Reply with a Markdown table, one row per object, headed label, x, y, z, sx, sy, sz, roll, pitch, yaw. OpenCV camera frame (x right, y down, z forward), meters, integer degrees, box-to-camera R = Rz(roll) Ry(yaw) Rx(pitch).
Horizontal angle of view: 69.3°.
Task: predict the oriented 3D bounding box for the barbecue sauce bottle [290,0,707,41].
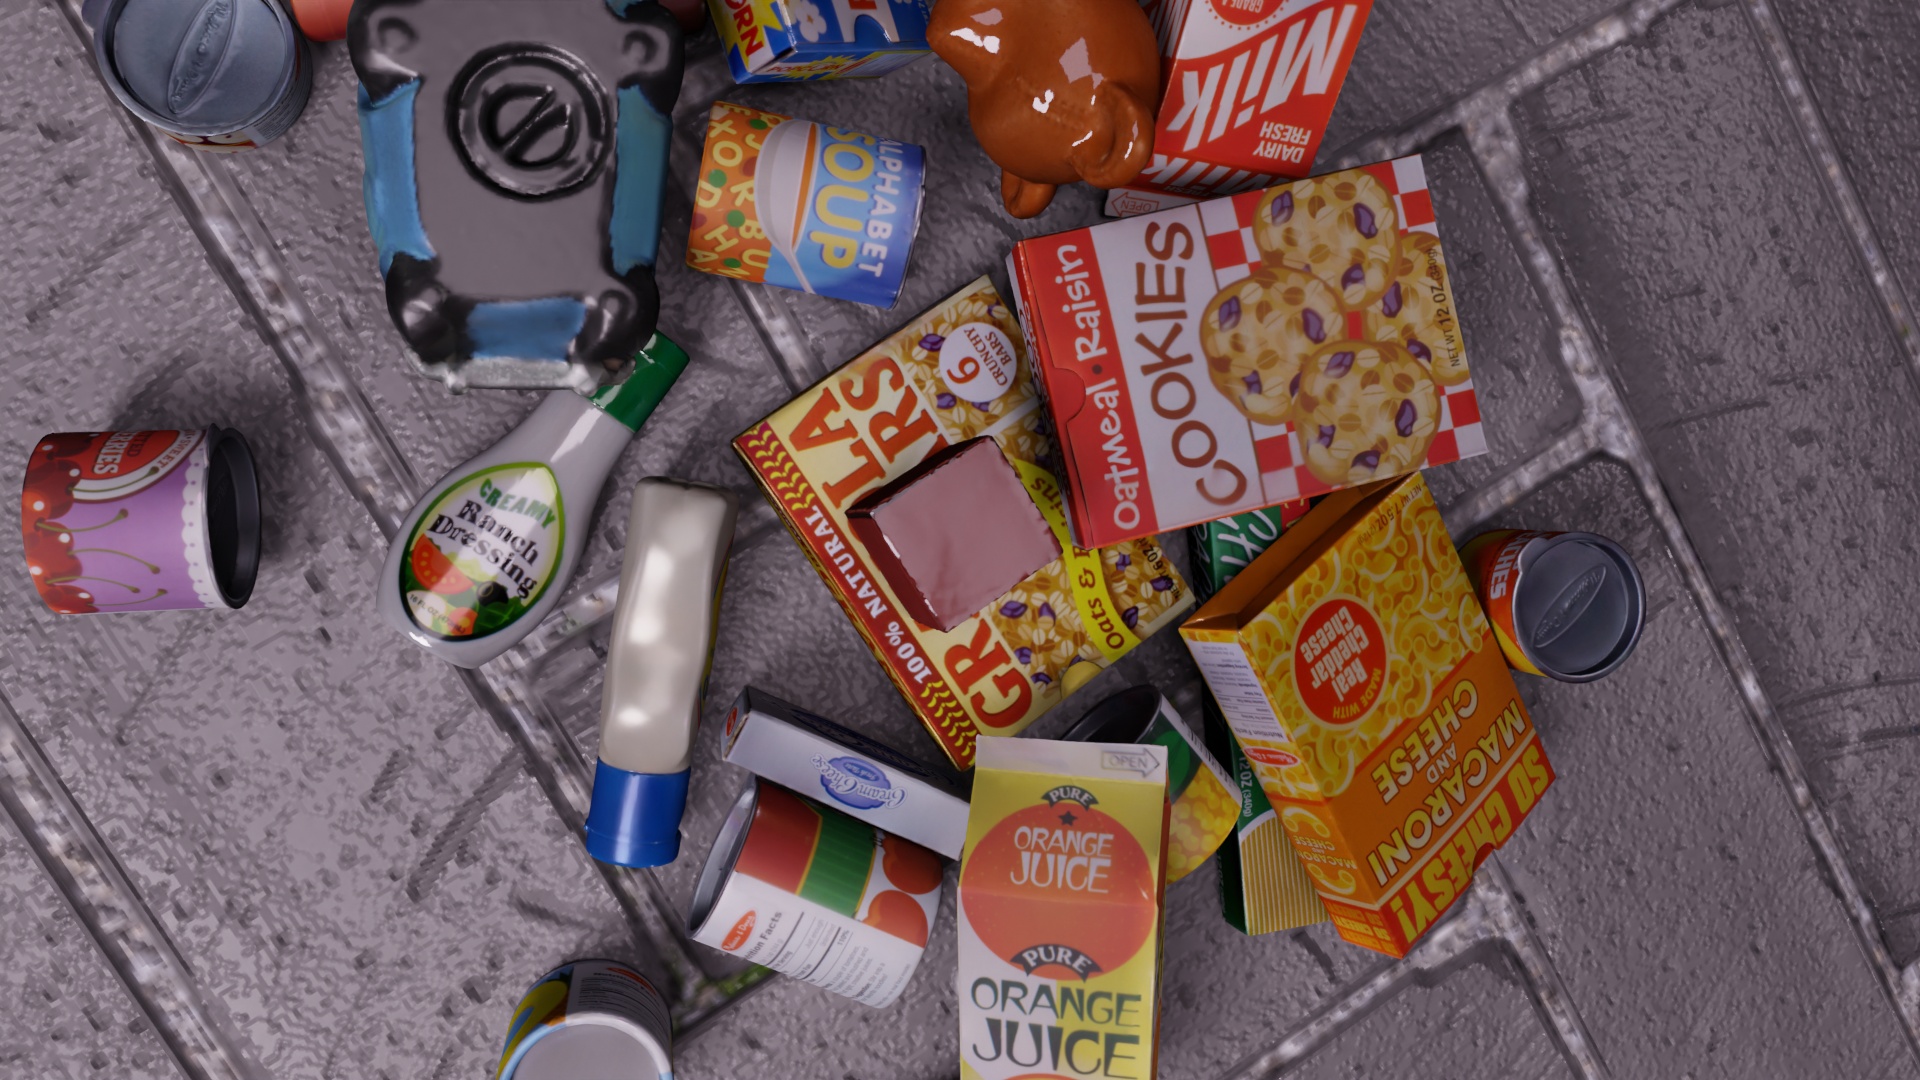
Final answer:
| label | x | y | z | sx | sy | sz | roll | pitch | yaw |
| --- | --- | --- | --- | --- | --- | --- | --- | --- | --- |
| barbecue sauce bottle | -0.175 | -0.218 | 0.530 | 0.149 | 0.043 | 0.065 | -11 | 91 | -12 |

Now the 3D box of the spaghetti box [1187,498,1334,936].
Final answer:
| label | x | y | z | sx | sy | sz | roll | pitch | yaw |
| --- | --- | --- | --- | --- | --- | --- | --- | --- | --- |
| spaghetti box | 0.132 | 0.047 | 0.613 | 0.050 | 0.028 | 0.249 | -6 | 93 | -13 |

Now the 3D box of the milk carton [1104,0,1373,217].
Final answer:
| label | x | y | z | sx | sy | sz | roll | pitch | yaw |
| --- | --- | --- | --- | --- | --- | --- | --- | --- | --- |
| milk carton | 0.115 | -0.214 | 0.557 | 0.072 | 0.074 | 0.189 | 6 | 125 | -12 |

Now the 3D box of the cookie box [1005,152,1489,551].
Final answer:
| label | x | y | z | sx | sy | sz | roll | pitch | yaw |
| --- | --- | --- | --- | --- | --- | --- | --- | --- | --- |
| cookie box | 0.113 | -0.074 | 0.553 | 0.168 | 0.040 | 0.123 | -13 | 91 | -7 |

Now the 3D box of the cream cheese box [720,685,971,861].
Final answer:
| label | x | y | z | sx | sy | sz | roll | pitch | yaw |
| --- | --- | --- | --- | --- | --- | --- | --- | --- | --- |
| cream cheese box | -0.045 | 0.092 | 0.561 | 0.104 | 0.053 | 0.024 | 26 | 91 | -12 |

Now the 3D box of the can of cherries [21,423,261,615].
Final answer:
| label | x | y | z | sx | sy | sz | roll | pitch | yaw |
| --- | --- | --- | --- | --- | --- | --- | --- | --- | --- |
| can of cherries | -0.290 | -0.009 | 0.496 | 0.058 | 0.071 | 0.071 | -2 | 92 | -12 |

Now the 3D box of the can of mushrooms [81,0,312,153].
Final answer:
| label | x | y | z | sx | sy | sz | roll | pitch | yaw |
| --- | --- | --- | --- | --- | --- | --- | --- | --- | --- |
| can of mushrooms | -0.280 | -0.180 | 0.512 | 0.071 | 0.033 | 0.071 | -1 | 92 | -13 |

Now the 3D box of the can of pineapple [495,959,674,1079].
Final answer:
| label | x | y | z | sx | sy | sz | roll | pitch | yaw |
| --- | --- | --- | --- | --- | --- | --- | --- | --- | --- |
| can of pineapple | -0.145 | 0.206 | 0.539 | 0.071 | 0.058 | 0.071 | 0 | 92 | -13 |

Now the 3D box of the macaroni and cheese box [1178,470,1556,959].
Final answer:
| label | x | y | z | sx | sy | sz | roll | pitch | yaw |
| --- | --- | --- | --- | --- | --- | --- | --- | --- | --- |
| macaroni and cheese box | 0.179 | 0.072 | 0.591 | 0.124 | 0.040 | 0.166 | -37 | 107 | -26 |

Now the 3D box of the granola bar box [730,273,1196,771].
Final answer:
| label | x | y | z | sx | sy | sz | roll | pitch | yaw |
| --- | --- | --- | --- | --- | --- | --- | --- | --- | --- |
| granola bar box | 0.002 | -0.007 | 0.577 | 0.124 | 0.039 | 0.165 | -35 | 98 | -9 |

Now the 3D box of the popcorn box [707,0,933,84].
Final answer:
| label | x | y | z | sx | sy | sz | roll | pitch | yaw |
| --- | --- | --- | --- | --- | --- | --- | --- | --- | --- |
| popcorn box | -0.066 | -0.244 | 0.536 | 0.085 | 0.038 | 0.126 | -24 | 98 | -48 |

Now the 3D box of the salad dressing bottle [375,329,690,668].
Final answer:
| label | x | y | z | sx | sy | sz | roll | pitch | yaw |
| --- | --- | --- | --- | --- | --- | --- | --- | --- | --- |
| salad dressing bottle | -0.162 | -0.022 | 0.537 | 0.064 | 0.044 | 0.148 | 36 | 83 | -10 |

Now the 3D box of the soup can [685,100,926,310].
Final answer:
| label | x | y | z | sx | sy | sz | roll | pitch | yaw |
| --- | --- | --- | --- | --- | --- | --- | --- | --- | --- |
| soup can | -0.061 | -0.131 | 0.543 | 0.084 | 0.071 | 0.071 | 9 | 90 | -13 |

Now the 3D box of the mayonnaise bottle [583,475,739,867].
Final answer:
| label | x | y | z | sx | sy | sz | roll | pitch | yaw |
| --- | --- | --- | --- | --- | --- | --- | --- | --- | --- |
| mayonnaise bottle | -0.117 | 0.050 | 0.541 | 0.041 | 0.065 | 0.148 | 9 | 93 | -10 |

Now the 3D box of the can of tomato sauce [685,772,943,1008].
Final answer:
| label | x | y | z | sx | sy | sz | roll | pitch | yaw |
| --- | --- | --- | --- | --- | --- | --- | --- | --- | --- |
| can of tomato sauce | -0.057 | 0.139 | 0.554 | 0.083 | 0.071 | 0.071 | 25 | 86 | -13 |

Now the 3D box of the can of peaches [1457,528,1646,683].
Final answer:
| label | x | y | z | sx | sy | sz | roll | pitch | yaw |
| --- | --- | --- | --- | --- | --- | --- | --- | --- | --- |
| can of peaches | 0.260 | 0.026 | 0.627 | 0.071 | 0.058 | 0.071 | 0 | 92 | -12 |

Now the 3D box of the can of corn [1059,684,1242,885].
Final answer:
| label | x | y | z | sx | sy | sz | roll | pitch | yaw |
| --- | --- | --- | --- | --- | --- | --- | --- | --- | --- |
| can of corn | 0.073 | 0.105 | 0.582 | 0.071 | 0.071 | 0.058 | -42 | 100 | -8 |

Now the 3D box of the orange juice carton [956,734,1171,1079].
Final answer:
| label | x | y | z | sx | sy | sz | roll | pitch | yaw |
| --- | --- | --- | --- | --- | --- | --- | --- | --- | --- |
| orange juice carton | 0.041 | 0.161 | 0.534 | 0.072 | 0.073 | 0.191 | 3 | 111 | 11 |
